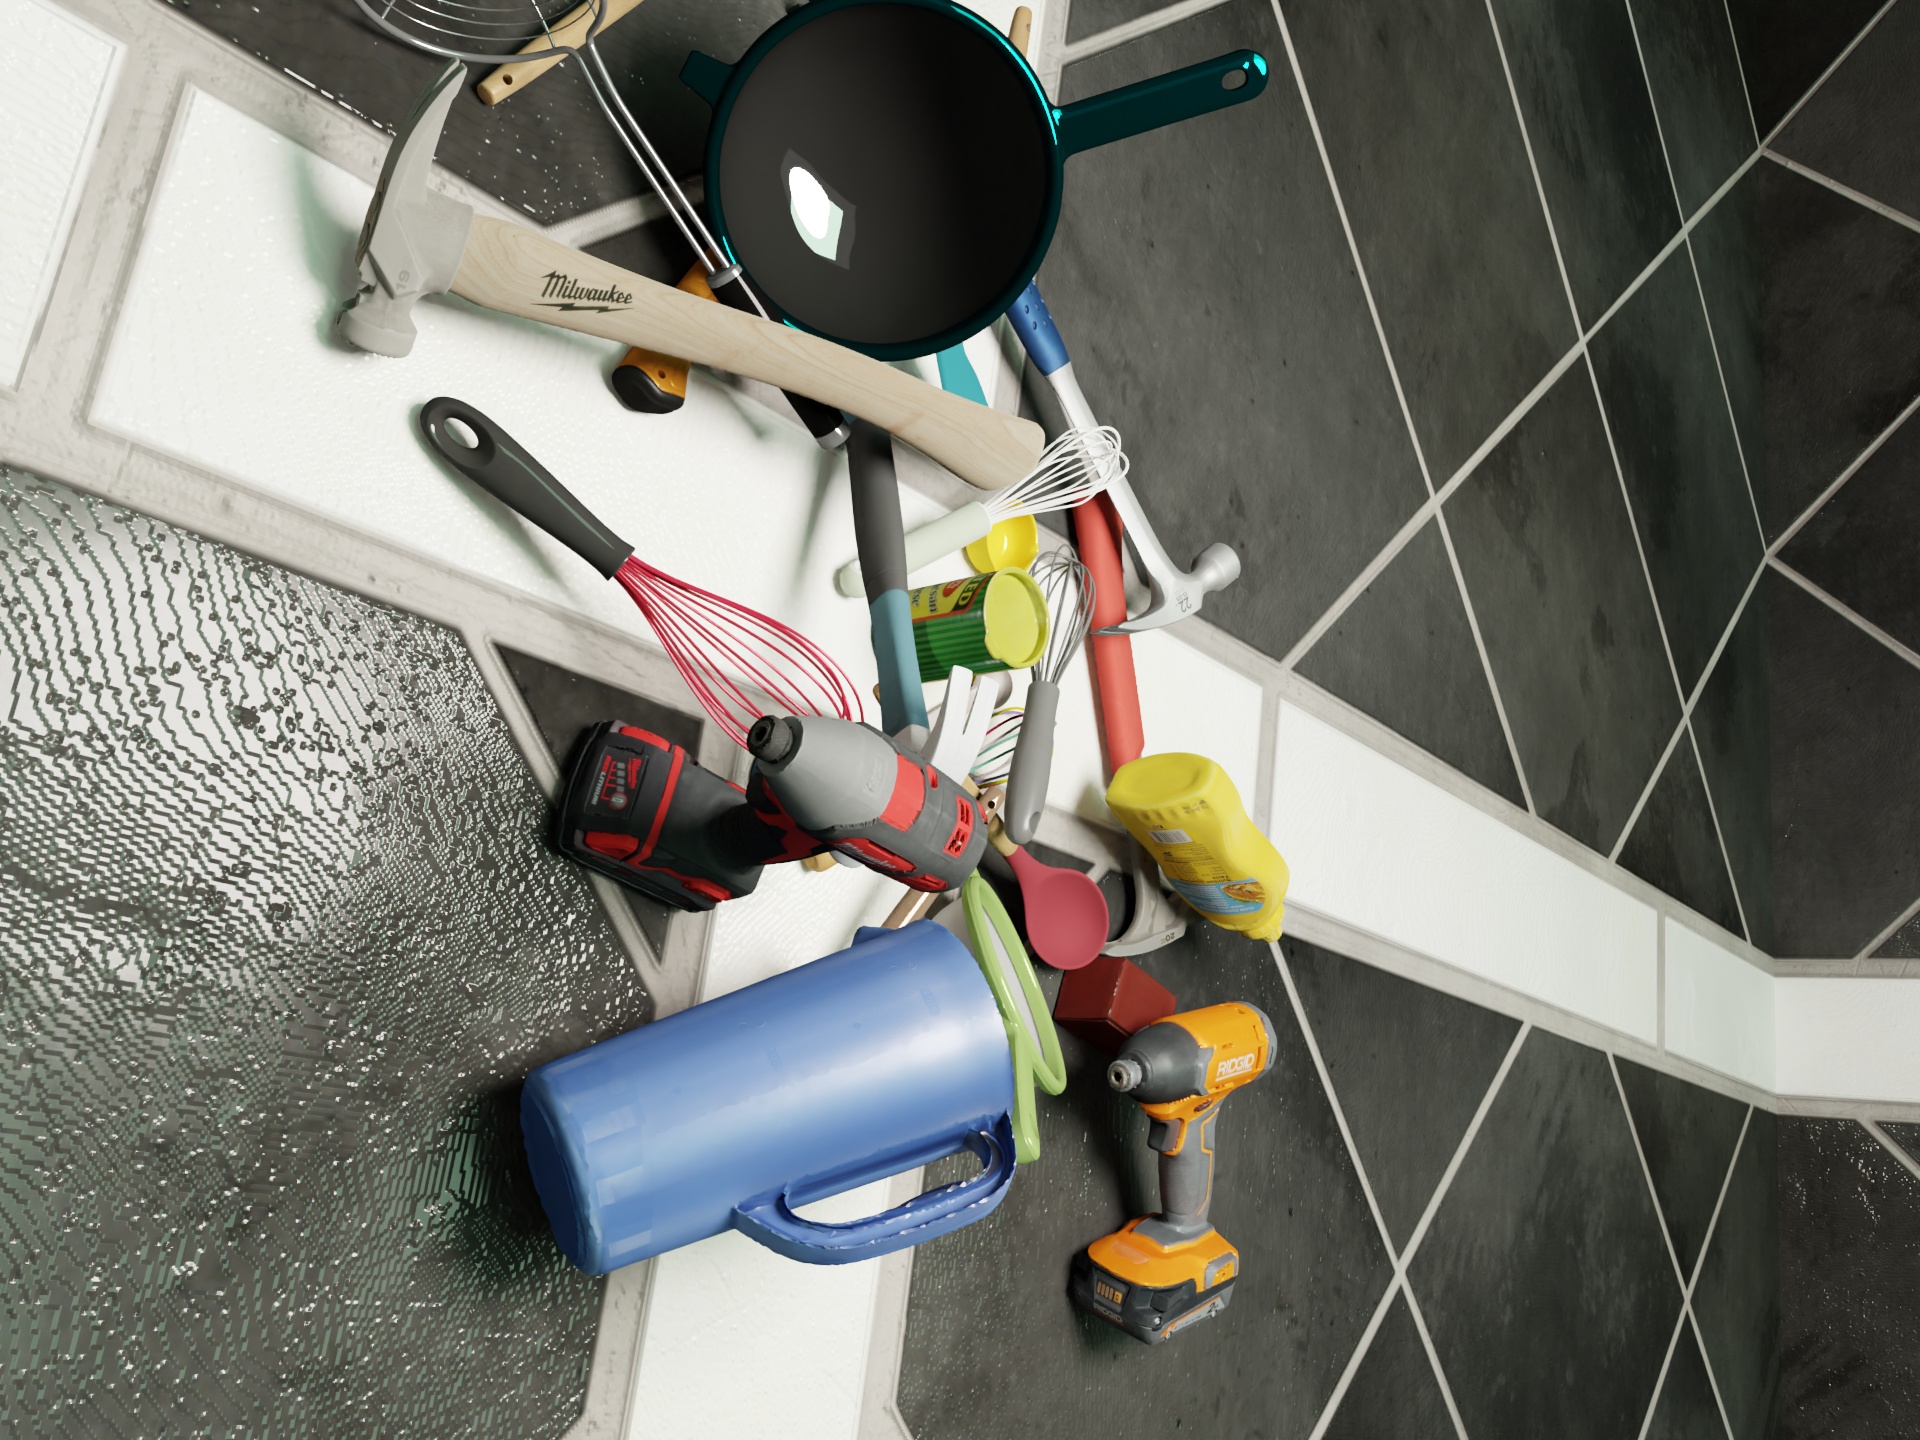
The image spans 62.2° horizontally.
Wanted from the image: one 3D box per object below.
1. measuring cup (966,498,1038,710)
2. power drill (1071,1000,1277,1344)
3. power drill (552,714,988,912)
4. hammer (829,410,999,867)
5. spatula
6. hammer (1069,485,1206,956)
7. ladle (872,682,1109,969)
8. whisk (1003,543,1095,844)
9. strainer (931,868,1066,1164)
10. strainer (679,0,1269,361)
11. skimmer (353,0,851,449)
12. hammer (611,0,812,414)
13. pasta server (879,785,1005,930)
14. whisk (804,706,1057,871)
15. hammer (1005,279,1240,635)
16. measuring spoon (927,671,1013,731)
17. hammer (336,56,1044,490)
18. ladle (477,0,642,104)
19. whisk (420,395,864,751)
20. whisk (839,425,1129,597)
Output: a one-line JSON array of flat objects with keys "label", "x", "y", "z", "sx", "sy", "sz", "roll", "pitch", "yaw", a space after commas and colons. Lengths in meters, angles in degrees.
[{"label": "measuring cup", "x": 0.017, "y": -0.084, "z": 1.145, "sx": 0.062, "sy": 0.029, "sz": 0.156, "roll": 19, "pitch": 82, "yaw": -47}, {"label": "power drill", "x": 0.147, "y": 0.321, "z": 1.144, "sx": 0.164, "sy": 0.084, "sz": 0.226, "roll": 1, "pitch": 100, "yaw": -48}, {"label": "power drill", "x": -0.107, "y": 0.044, "z": 0.834, "sx": 0.143, "sy": 0.220, "sz": 0.079, "roll": 34, "pitch": 60, "yaw": -40}, {"label": "hammer", "x": -0.046, "y": -0.081, "z": 0.965, "sx": 0.033, "sy": 0.128, "sz": 0.331, "roll": 21, "pitch": 45, "yaw": -37}, {"label": "spatula", "x": 0.024, "y": -0.336, "z": 1.086, "sx": 0.082, "sy": 0.044, "sz": 0.317, "roll": 17, "pitch": 82, "yaw": -60}, {"label": "hammer", "x": 0.120, "y": -0.001, "z": 1.234, "sx": 0.149, "sy": 0.037, "sz": 0.359, "roll": -11, "pitch": 93, "yaw": -48}, {"label": "ladle", "x": 0.021, "y": 0.073, "z": 1.076, "sx": 0.069, "sy": 0.031, "sz": 0.315, "roll": -54, "pitch": 134, "yaw": -17}, {"label": "whisk", "x": 0.058, "y": -0.022, "z": 1.100, "sx": 0.055, "sy": 0.055, "sz": 0.239, "roll": 38, "pitch": 51, "yaw": -38}, {"label": "strainer", "x": 0.012, "y": 0.202, "z": 0.994, "sx": 0.256, "sy": 0.069, "sz": 0.151, "roll": -92, "pitch": 158, "yaw": -69}, {"label": "strainer", "x": 0.011, "y": -0.351, "z": 0.962, "sx": 0.095, "sy": 0.340, "sz": 0.210, "roll": -110, "pitch": -177, "yaw": -59}, {"label": "skimmer", "x": -0.177, "y": -0.278, "z": 0.866, "sx": 0.363, "sy": 0.127, "sz": 0.090, "roll": 55, "pitch": 45, "yaw": -31}, {"label": "hammer", "x": -0.128, "y": -0.319, "z": 1.003, "sx": 0.127, "sy": 0.034, "sz": 0.337, "roll": 50, "pitch": 51, "yaw": -32}, {"label": "pasta server", "x": -0.059, "y": 0.158, "z": 0.970, "sx": 0.060, "sy": 0.040, "sz": 0.316, "roll": 44, "pitch": 64, "yaw": -12}, {"label": "whisk", "x": -0.013, "y": 0.047, "z": 1.075, "sx": 0.245, "sy": 0.051, "sz": 0.047, "roll": -29, "pitch": 112, "yaw": -43}, {"label": "hammer", "x": 0.073, "y": -0.249, "z": 1.181, "sx": 0.144, "sy": 0.035, "sz": 0.405, "roll": -37, "pitch": 105, "yaw": -32}, {"label": "measuring spoon", "x": -0.002, "y": -0.004, "z": 1.104, "sx": 0.124, "sy": 0.018, "sz": 0.034, "roll": -35, "pitch": 123, "yaw": -40}, {"label": "hammer", "x": -0.117, "y": -0.217, "z": 0.883, "sx": 0.410, "sy": 0.038, "sz": 0.146, "roll": 13, "pitch": 114, "yaw": -34}, {"label": "ladle", "x": -0.186, "y": -0.453, "z": 0.963, "sx": 0.320, "sy": 0.062, "sz": 0.078, "roll": -53, "pitch": 124, "yaw": -30}, {"label": "whisk", "x": -0.169, "y": -0.072, "z": 0.864, "sx": 0.295, "sy": 0.073, "sz": 0.073, "roll": 41, "pitch": 54, "yaw": -15}, {"label": "whisk", "x": 0.020, "y": -0.142, "z": 1.093, "sx": 0.246, "sy": 0.058, "sz": 0.059, "roll": -30, "pitch": 146, "yaw": -25}]
